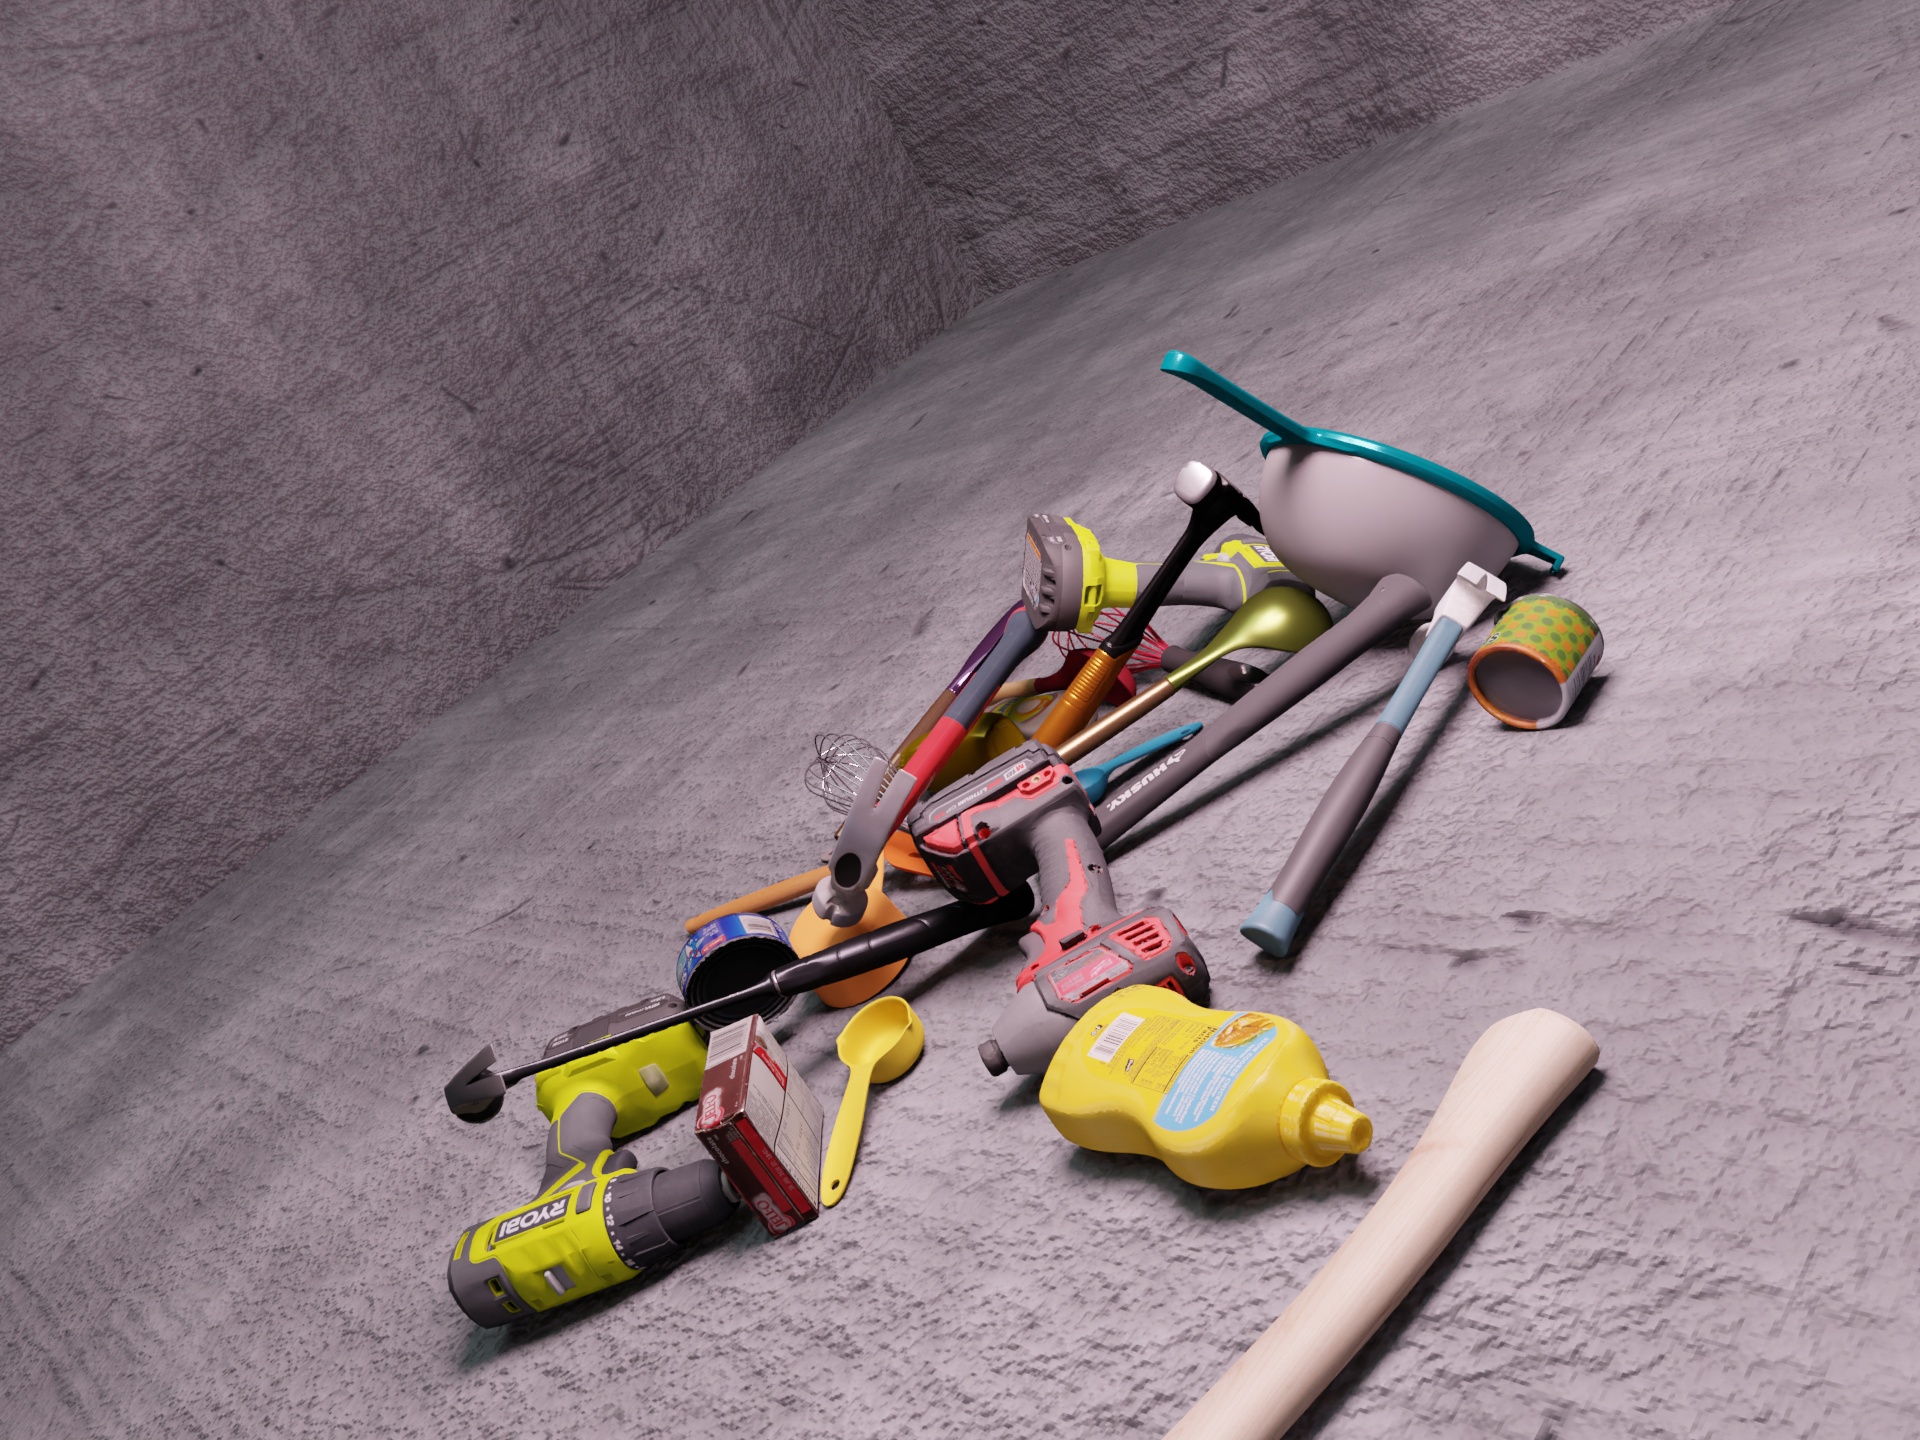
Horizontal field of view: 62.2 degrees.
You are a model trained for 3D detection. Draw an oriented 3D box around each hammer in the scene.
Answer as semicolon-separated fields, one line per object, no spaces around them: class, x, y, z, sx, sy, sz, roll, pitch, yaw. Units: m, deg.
hammer;0.141;0.268;0.651;0.410;0.038;0.146;-40;23;-22
hammer;-0.137;0.179;1.058;0.409;0.036;0.149;-17;-12;-20
hammer;0.186;0.012;1.113;0.335;0.035;0.146;-38;20;9
hammer;-0.002;-0.004;1.215;0.386;0.038;0.143;-54;-10;-53
hammer;0.262;0.020;1.004;0.331;0.033;0.128;-51;-11;-30
hammer;0.113;-0.039;1.225;0.034;0.127;0.337;41;100;31

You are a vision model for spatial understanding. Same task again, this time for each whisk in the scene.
whisk;0.166;-0.055;1.340;0.073;0.073;0.296;-37;28;-15
whisk;-0.039;0.076;1.250;0.070;0.070;0.285;-38;38;-18

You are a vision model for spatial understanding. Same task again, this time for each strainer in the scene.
strainer;0.255;-0.151;1.140;0.211;0.340;0.095;23;91;57

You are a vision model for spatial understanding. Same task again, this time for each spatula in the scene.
spatula;-0.112;0.139;1.332;0.322;0.041;0.081;-23;21;33
spatula;-0.024;-0.006;1.484;0.316;0.018;0.060;-53;11;-28

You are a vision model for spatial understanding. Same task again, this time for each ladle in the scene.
ladle;0.058;-0.027;1.438;0.031;0.069;0.315;-51;21;-26
ladle;0.141;-0.003;1.200;0.320;0.062;0.078;-34;29;-3

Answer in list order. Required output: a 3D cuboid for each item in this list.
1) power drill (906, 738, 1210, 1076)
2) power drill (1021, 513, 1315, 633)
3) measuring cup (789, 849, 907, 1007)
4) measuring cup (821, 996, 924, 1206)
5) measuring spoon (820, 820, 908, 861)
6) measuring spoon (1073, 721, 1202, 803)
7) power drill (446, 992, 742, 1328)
power drill;0.050;0.122;0.999;0.143;0.078;0.220;-31;40;1
power drill;0.169;-0.124;1.346;0.223;0.080;0.171;2;21;-7
measuring cup;-0.083;0.135;1.205;0.095;0.052;0.174;-26;34;21
measuring cup;-0.059;0.246;1.016;0.062;0.029;0.157;-20;35;29
measuring spoon;-0.079;0.104;1.368;0.124;0.018;0.034;-15;26;39
measuring spoon;0.135;0.036;1.235;0.128;0.021;0.042;-25;17;-9
power drill;-0.227;0.288;1.072;0.190;0.080;0.229;-23;24;10
